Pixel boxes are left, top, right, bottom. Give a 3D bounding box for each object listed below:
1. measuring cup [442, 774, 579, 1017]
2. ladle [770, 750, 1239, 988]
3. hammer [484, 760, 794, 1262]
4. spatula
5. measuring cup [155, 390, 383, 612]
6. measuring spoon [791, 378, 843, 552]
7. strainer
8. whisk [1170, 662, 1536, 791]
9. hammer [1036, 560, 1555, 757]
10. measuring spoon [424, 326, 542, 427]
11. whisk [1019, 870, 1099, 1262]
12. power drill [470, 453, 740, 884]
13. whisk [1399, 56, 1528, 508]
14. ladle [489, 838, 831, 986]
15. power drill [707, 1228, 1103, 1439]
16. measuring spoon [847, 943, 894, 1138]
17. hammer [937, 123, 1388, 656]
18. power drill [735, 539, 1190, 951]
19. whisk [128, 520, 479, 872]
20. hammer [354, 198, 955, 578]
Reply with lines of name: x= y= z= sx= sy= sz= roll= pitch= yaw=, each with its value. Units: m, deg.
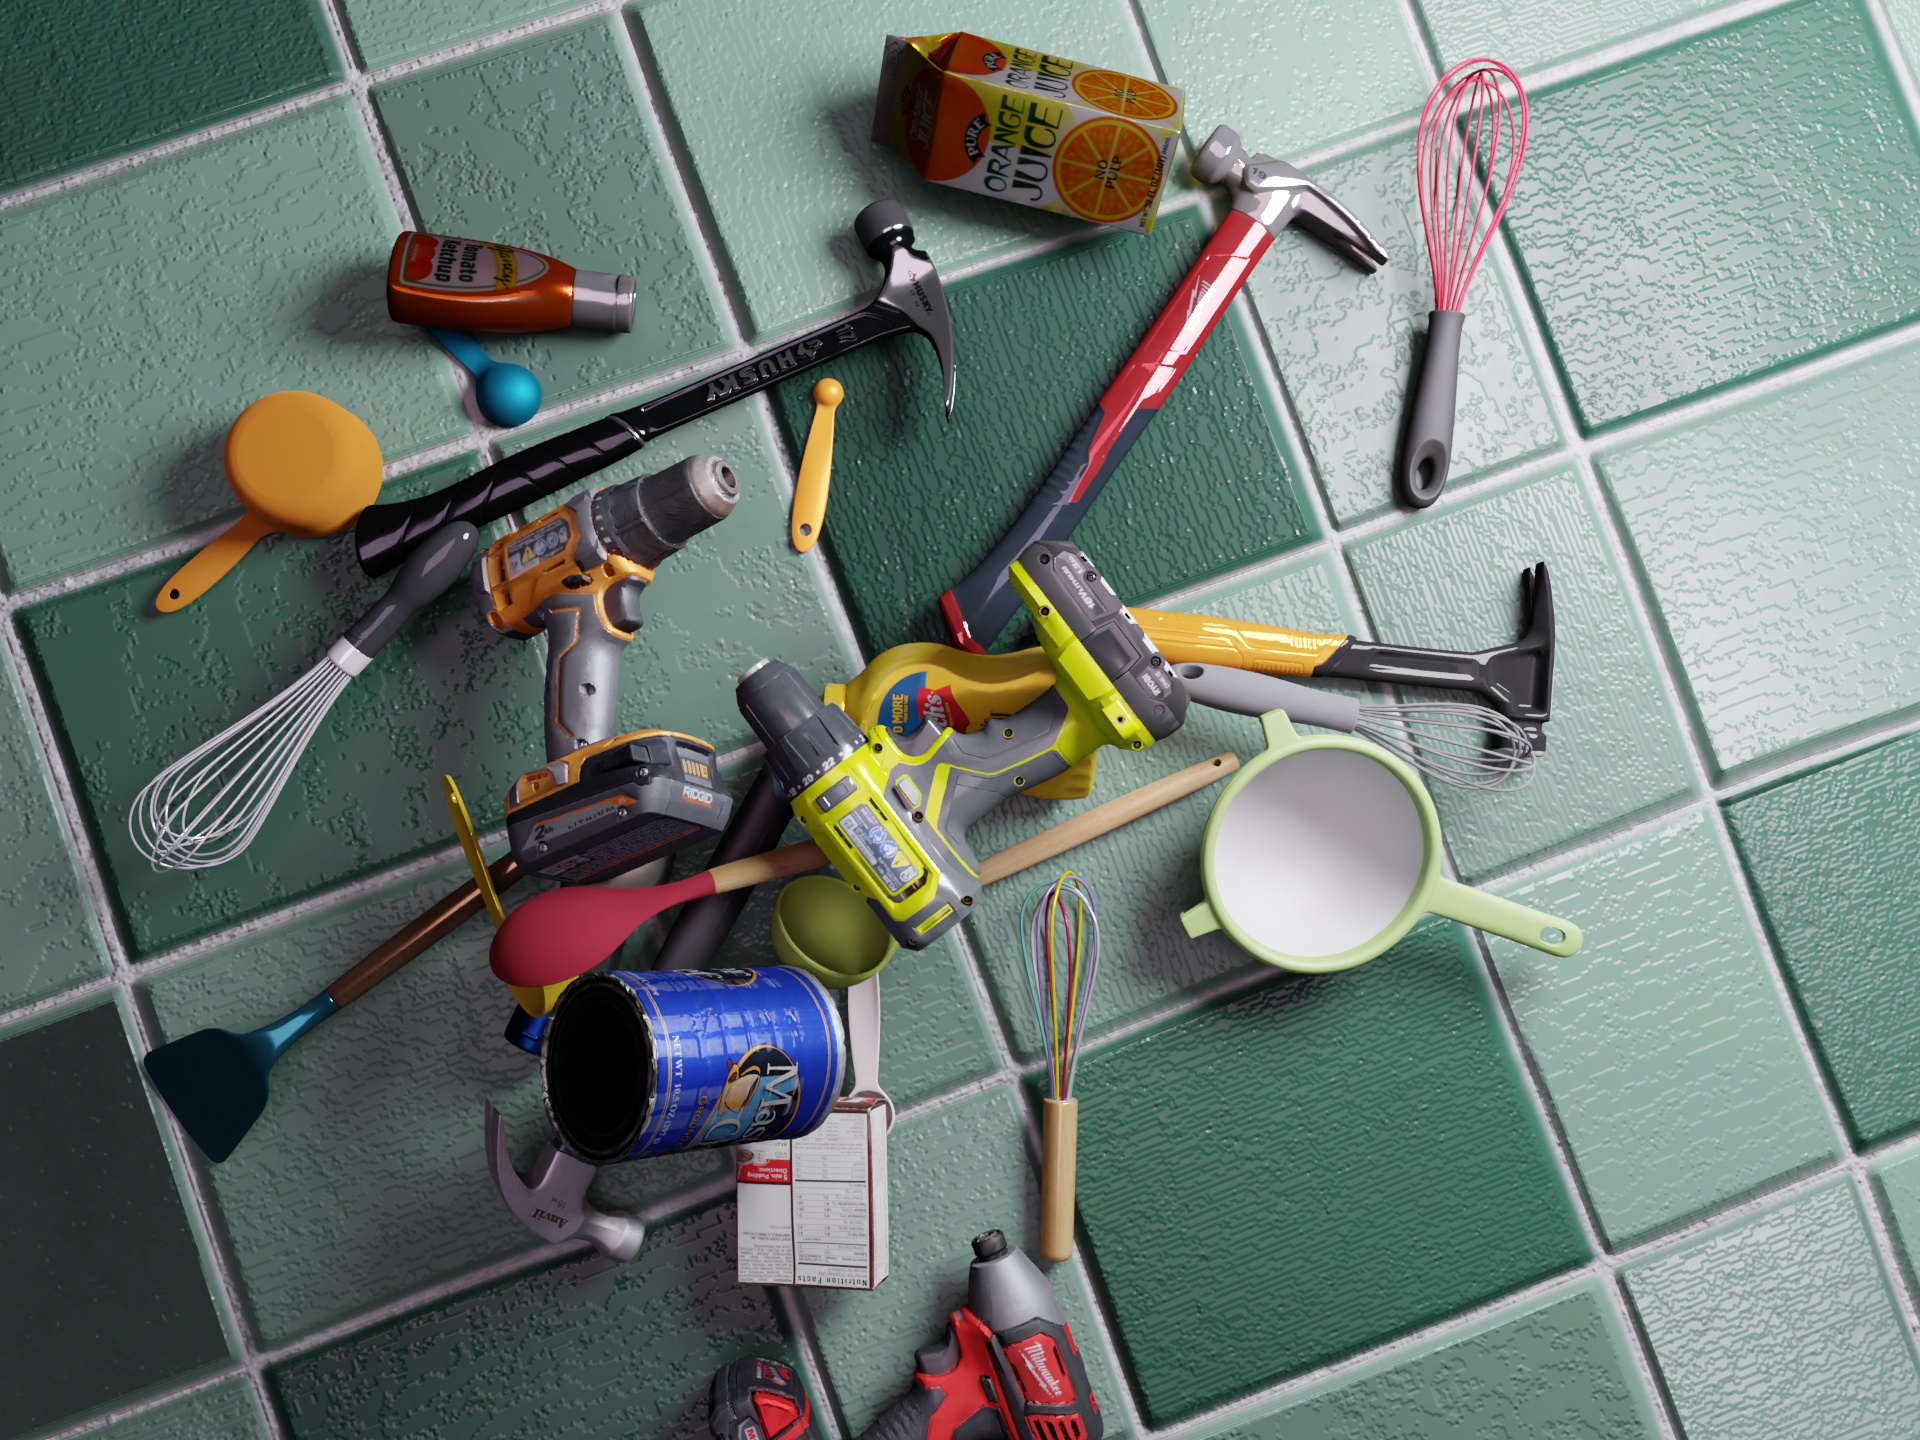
measuring cup: x=-0.268 y=0.100 z=0.946 sx=0.029 sy=0.062 sz=0.156 roll=-18 pitch=78 yaw=-36
ladle: x=0.032 y=0.082 z=1.003 sx=0.320 sy=0.062 sz=0.078 roll=-24 pitch=58 yaw=-8
hammer: x=-0.177 y=0.162 z=0.977 sx=0.128 sy=0.033 sz=0.331 roll=34 pitch=80 yaw=-30
spatula: x=-0.359 y=0.151 z=0.976 sx=0.317 sy=0.044 sz=0.082 roll=-36 pitch=89 yaw=-3
measuring cup: x=-0.443 y=-0.132 z=0.992 sx=0.095 sy=0.052 sz=0.173 roll=45 pitch=83 yaw=1
measuring spoon: x=-0.094 y=-0.167 z=1.034 sx=0.021 sy=0.011 sz=0.117 roll=9 pitch=85 yaw=-2
strainer: x=0.268 y=0.095 z=1.009 sx=0.256 sy=0.069 sz=0.151 roll=19 pitch=98 yaw=-9
whisk: x=0.244 y=0.000 z=0.994 sx=0.239 sy=0.055 sz=0.055 roll=13 pitch=85 yaw=2
hammer: x=0.218 y=-0.052 z=1.032 sx=0.337 sy=0.034 sz=0.127 roll=5 pitch=87 yaw=-3
measuring spoon: x=-0.321 y=-0.243 z=1.022 sx=0.042 sy=0.021 sz=0.128 roll=-43 pitch=89 yaw=-5
whisk: x=0.061 y=0.217 z=1.001 sx=0.051 sy=0.047 sz=0.245 roll=2 pitch=89 yaw=-4
power drill: x=-0.196 y=-0.037 z=0.934 sx=0.185 sy=0.084 sz=0.226 roll=-23 pitch=66 yaw=23
whisk: x=0.322 y=-0.286 z=1.046 sx=0.073 sy=0.073 sz=0.296 roll=7 pitch=92 yaw=-3
ladle: x=-0.125 y=0.092 z=0.950 sx=0.315 sy=0.069 sz=0.031 roll=-14 pitch=130 yaw=-28
power drill: x=-0.035 y=0.410 z=0.967 sx=0.219 sy=0.078 sz=0.143 roll=-19 pitch=88 yaw=-7
measuring spoon: x=-0.058 y=0.205 z=1.011 sx=0.034 sy=0.018 sz=0.124 roll=-5 pitch=79 yaw=12
hammer: x=0.121 y=-0.194 z=1.035 sx=0.143 sy=0.038 sz=0.386 roll=34 pitch=85 yaw=-2
power drill: x=-0.001 y=-0.003 z=0.929 sx=0.228 sy=0.080 sz=0.190 roll=-37 pitch=90 yaw=5
whisk: x=-0.396 y=-0.015 z=0.972 sx=0.070 sy=0.070 sz=0.284 roll=43 pitch=88 yaw=0
hammer: x=-0.193 y=-0.187 z=1.013 sx=0.409 sy=0.036 sz=0.149 roll=-25 pitch=78 yaw=-3
